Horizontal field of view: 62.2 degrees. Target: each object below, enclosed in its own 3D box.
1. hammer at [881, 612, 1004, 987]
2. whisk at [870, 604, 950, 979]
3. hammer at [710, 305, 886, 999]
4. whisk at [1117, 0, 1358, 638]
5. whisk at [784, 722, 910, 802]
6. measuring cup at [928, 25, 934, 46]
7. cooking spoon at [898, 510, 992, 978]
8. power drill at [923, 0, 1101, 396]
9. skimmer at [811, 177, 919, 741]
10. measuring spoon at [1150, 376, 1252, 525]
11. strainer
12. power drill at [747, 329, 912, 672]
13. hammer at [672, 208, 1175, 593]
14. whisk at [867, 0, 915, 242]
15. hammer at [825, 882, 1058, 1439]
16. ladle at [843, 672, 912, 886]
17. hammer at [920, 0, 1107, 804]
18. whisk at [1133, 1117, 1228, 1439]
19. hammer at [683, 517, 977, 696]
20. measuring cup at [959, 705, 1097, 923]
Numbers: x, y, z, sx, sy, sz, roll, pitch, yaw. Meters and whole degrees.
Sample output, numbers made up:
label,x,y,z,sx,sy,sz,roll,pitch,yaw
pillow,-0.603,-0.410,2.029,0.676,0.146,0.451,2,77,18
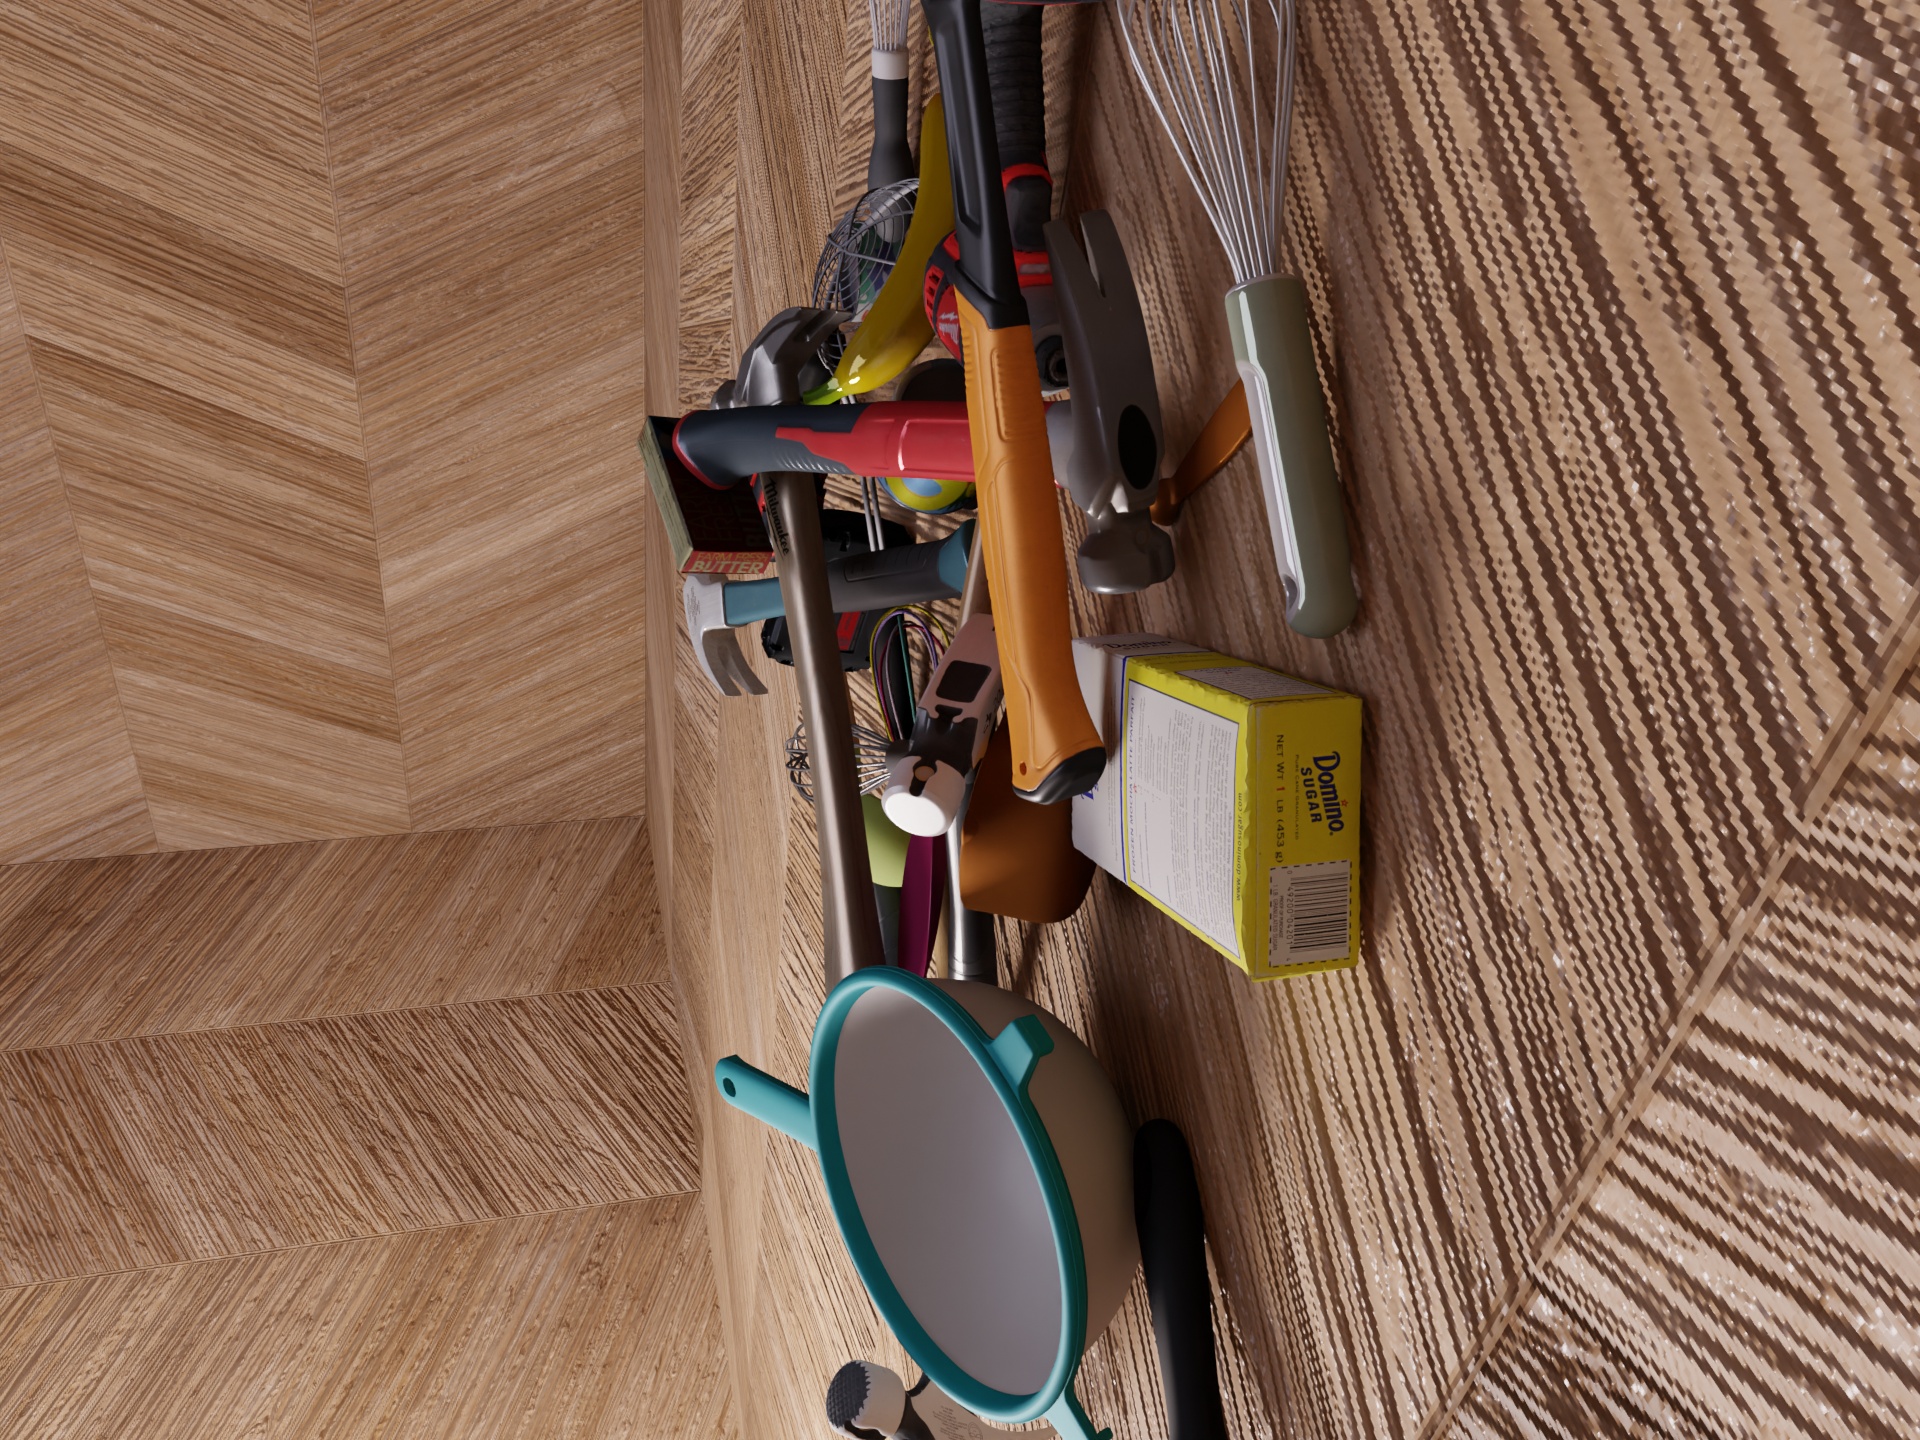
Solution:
label,x,y,z,sx,sy,sz,roll,pitch,yaw
hammer,0.007,0.095,0.819,0.334,0.035,0.146,88,-161,-45
whisk,-0.017,0.049,0.985,0.051,0.047,0.245,166,95,-77
hammer,-0.076,-0.025,0.899,0.146,0.038,0.411,-26,71,59
whisk,0.096,-0.147,0.516,0.058,0.059,0.246,125,136,-84
whisk,-0.034,0.025,0.922,0.239,0.055,0.055,-1,93,54
measuring cup,0.014,-0.418,0.802,0.062,0.029,0.156,-139,59,-69
cooking spoon,-0.001,-0.003,0.835,0.069,0.017,0.319,-140,59,-72
power drill,0.027,-0.252,0.689,0.143,0.078,0.219,-118,26,-57
skimmer,-0.029,-0.146,0.992,0.127,0.090,0.363,38,143,48
measuring spoon,0.092,-0.104,0.601,0.117,0.011,0.021,127,136,-67
strainer,-0.015,0.204,0.799,0.340,0.095,0.211,3,104,57
power drill,-0.104,-0.162,1.140,0.227,0.080,0.187,-114,37,-49
hammer,-0.045,-0.148,0.753,0.386,0.038,0.143,16,122,54
whisk,-0.041,-0.422,0.935,0.070,0.070,0.284,-113,20,-51
hammer,-0.022,0.239,0.949,0.036,0.149,0.409,-40,35,25
ladle,-0.072,-0.002,1.134,0.078,0.062,0.321,54,-168,-39
hammer,0.009,-0.134,0.597,0.127,0.034,0.337,8,109,56
whisk,0.094,0.301,0.612,0.073,0.073,0.296,113,155,-59
hammer,-0.083,-0.083,0.978,0.331,0.033,0.128,-2,92,53
measuring cup,0.045,0.006,0.709,0.095,0.052,0.173,-12,-64,-75
